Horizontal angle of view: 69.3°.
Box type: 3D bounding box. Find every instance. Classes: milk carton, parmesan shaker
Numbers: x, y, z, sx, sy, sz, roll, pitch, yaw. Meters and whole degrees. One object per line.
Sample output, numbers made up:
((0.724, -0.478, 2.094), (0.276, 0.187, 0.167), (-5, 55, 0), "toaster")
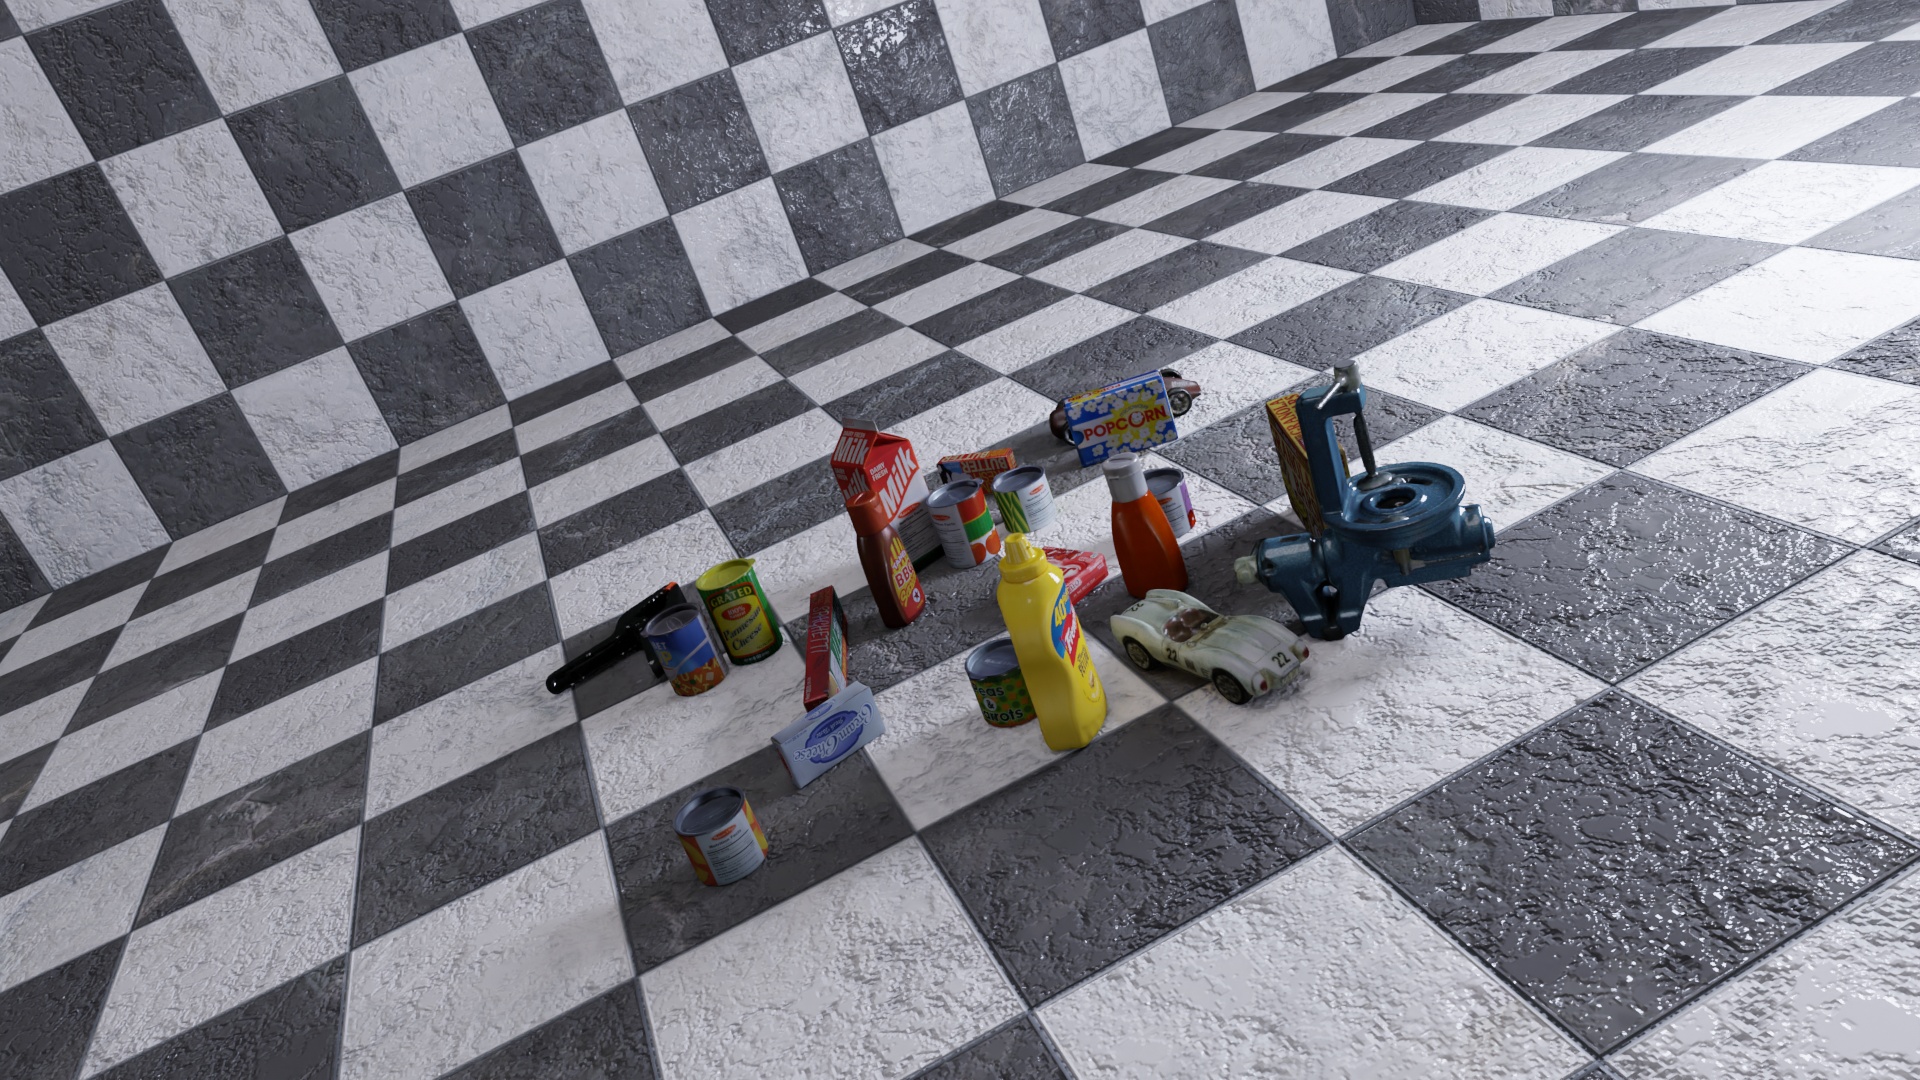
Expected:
((-0.088, -0.057, 1.620), (0.074, 0.189, 0.072), (-35, 27, -30), "milk carton")
((-0.244, 0.079, 1.557), (0.071, 0.102, 0.071), (-17, 24, 8), "parmesan shaker")

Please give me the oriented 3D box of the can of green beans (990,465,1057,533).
((0.076, -0.049, 1.640), (0.071, 0.057, 0.071), (-17, 24, 8), "can of green beans")

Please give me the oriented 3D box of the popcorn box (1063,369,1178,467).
((0.200, -0.152, 1.732), (0.127, 0.085, 0.038), (-17, 23, 7), "popcorn box")

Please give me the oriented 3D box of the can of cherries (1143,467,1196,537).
((0.218, -0.040, 1.509), (0.071, 0.058, 0.072), (-17, 24, 8), "can of cherries")

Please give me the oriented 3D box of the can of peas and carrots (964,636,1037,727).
((0.042, 0.131, 1.277), (0.071, 0.058, 0.071), (-17, 24, 8), "can of peas and carrots")

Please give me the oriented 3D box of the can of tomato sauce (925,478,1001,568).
((0.006, -0.020, 1.602), (0.071, 0.082, 0.071), (-17, 24, 8), "can of tomato sauce")

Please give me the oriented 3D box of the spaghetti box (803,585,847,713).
((-0.139, 0.123, 1.448), (0.029, 0.050, 0.251), (-19, 24, 4), "spaghetti box")

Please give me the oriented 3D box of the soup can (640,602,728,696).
((-0.305, 0.122, 1.537), (0.071, 0.083, 0.071), (-17, 24, 8), "soup can")

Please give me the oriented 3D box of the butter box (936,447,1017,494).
((0.025, -0.085, 1.763), (0.103, 0.053, 0.024), (-6, 27, 30), "butter box")

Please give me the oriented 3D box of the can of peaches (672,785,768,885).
((-0.208, 0.255, 1.206), (0.071, 0.058, 0.071), (-17, 24, 8), "can of peaches")

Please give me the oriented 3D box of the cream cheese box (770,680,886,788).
((-0.123, 0.182, 1.304), (0.104, 0.053, 0.024), (-32, 26, -26), "cream cheese box")

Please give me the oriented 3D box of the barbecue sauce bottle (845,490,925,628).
((-0.083, 0.018, 1.507), (0.043, 0.148, 0.065), (-8, 26, 26), "barbecue sauce bottle")

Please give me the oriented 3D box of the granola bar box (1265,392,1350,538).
((0.349, -0.060, 1.368), (0.039, 0.123, 0.166), (-18, 24, 6), "granola bar box")

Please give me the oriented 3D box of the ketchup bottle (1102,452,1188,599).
((0.177, -0.014, 1.372), (0.064, 0.148, 0.044), (0, 30, 39), "ketchup bottle")
